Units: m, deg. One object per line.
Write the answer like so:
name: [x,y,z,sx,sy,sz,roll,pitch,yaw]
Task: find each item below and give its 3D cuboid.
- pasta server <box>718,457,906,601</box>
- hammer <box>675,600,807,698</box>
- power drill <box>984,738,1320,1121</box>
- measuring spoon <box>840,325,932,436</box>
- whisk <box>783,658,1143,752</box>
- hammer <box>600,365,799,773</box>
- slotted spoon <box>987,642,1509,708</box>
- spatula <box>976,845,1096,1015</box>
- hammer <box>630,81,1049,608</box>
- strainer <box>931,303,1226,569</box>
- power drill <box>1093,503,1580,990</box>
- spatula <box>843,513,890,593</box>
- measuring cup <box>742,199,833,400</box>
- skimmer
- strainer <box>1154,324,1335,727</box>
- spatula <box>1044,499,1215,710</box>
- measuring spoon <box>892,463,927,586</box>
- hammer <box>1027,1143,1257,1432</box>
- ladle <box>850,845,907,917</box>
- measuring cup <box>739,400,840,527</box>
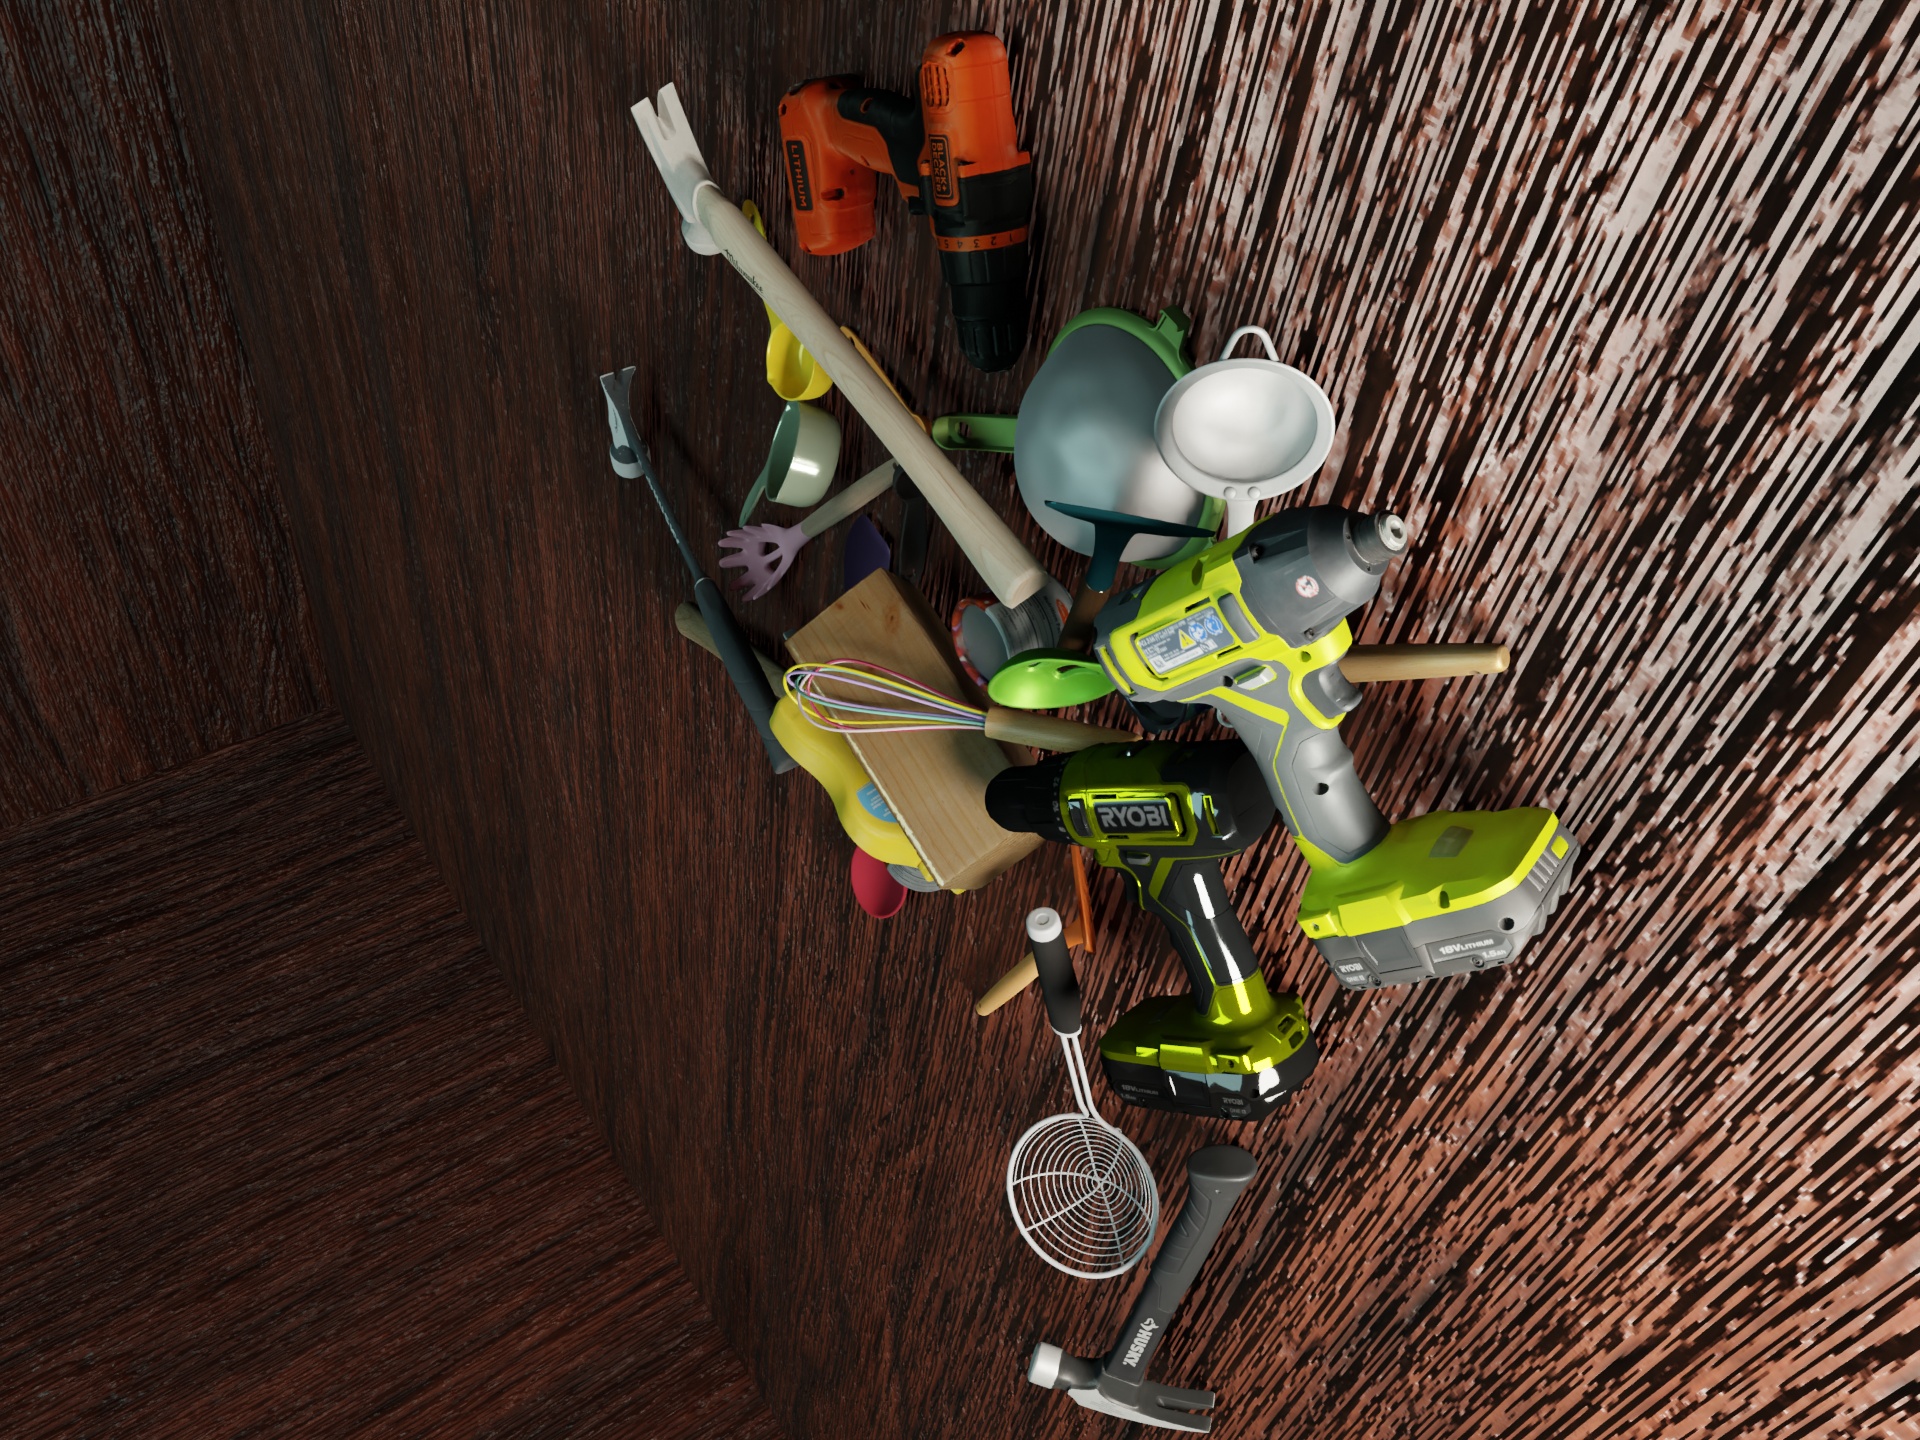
pasta server: [-0.112,-0.153,1.222,0.316,0.040,0.060,-18,94,61]
hammer: [-0.178,-0.050,1.399,0.332,0.031,0.130,31,133,53]
power drill: [0.116,0.120,0.971,0.190,0.080,0.228,-5,109,42]
measuring spoon: [-0.050,-0.232,1.085,0.117,0.011,0.021,54,152,26]
whisk: [-0.001,-0.002,1.033,0.245,0.051,0.047,11,109,15]
hammer: [-0.221,-0.126,1.347,0.409,0.036,0.149,61,164,25]
slotted spoon: [0.138,-0.027,0.838,0.314,0.070,0.031,-1,74,44]
spatula: [0.054,0.176,1.195,0.322,0.041,0.081,124,145,-60]
hammer: [-0.079,-0.235,1.017,0.411,0.038,0.146,52,174,19]
strainer: [0.042,-0.156,0.919,0.256,0.069,0.151,18,127,52]
power drill: [0.181,0.010,0.744,0.223,0.080,0.171,55,142,-8]
spatula: [-0.093,-0.048,1.293,0.060,0.018,0.315,55,150,28]
measuring cup: [-0.125,-0.303,1.143,0.062,0.029,0.156,-28,74,47]
skimmer: [0.072,0.275,1.139,0.127,0.090,0.362,15,141,26]
strainer: [0.143,-0.096,0.823,0.087,0.050,0.258,3,130,9]
spatula: [0.070,-0.058,0.895,0.317,0.082,0.044,103,177,-68]
measuring spoon: [-0.035,-0.139,1.112,0.018,0.034,0.124,59,158,32]
hammer: [0.157,0.425,1.182,0.146,0.035,0.334,18,129,4]
ladle: [-0.048,0.058,1.293,0.069,0.031,0.315,47,146,26]
measuring cup: [-0.131,-0.180,1.204,0.167,0.038,0.083,142,136,-61]
